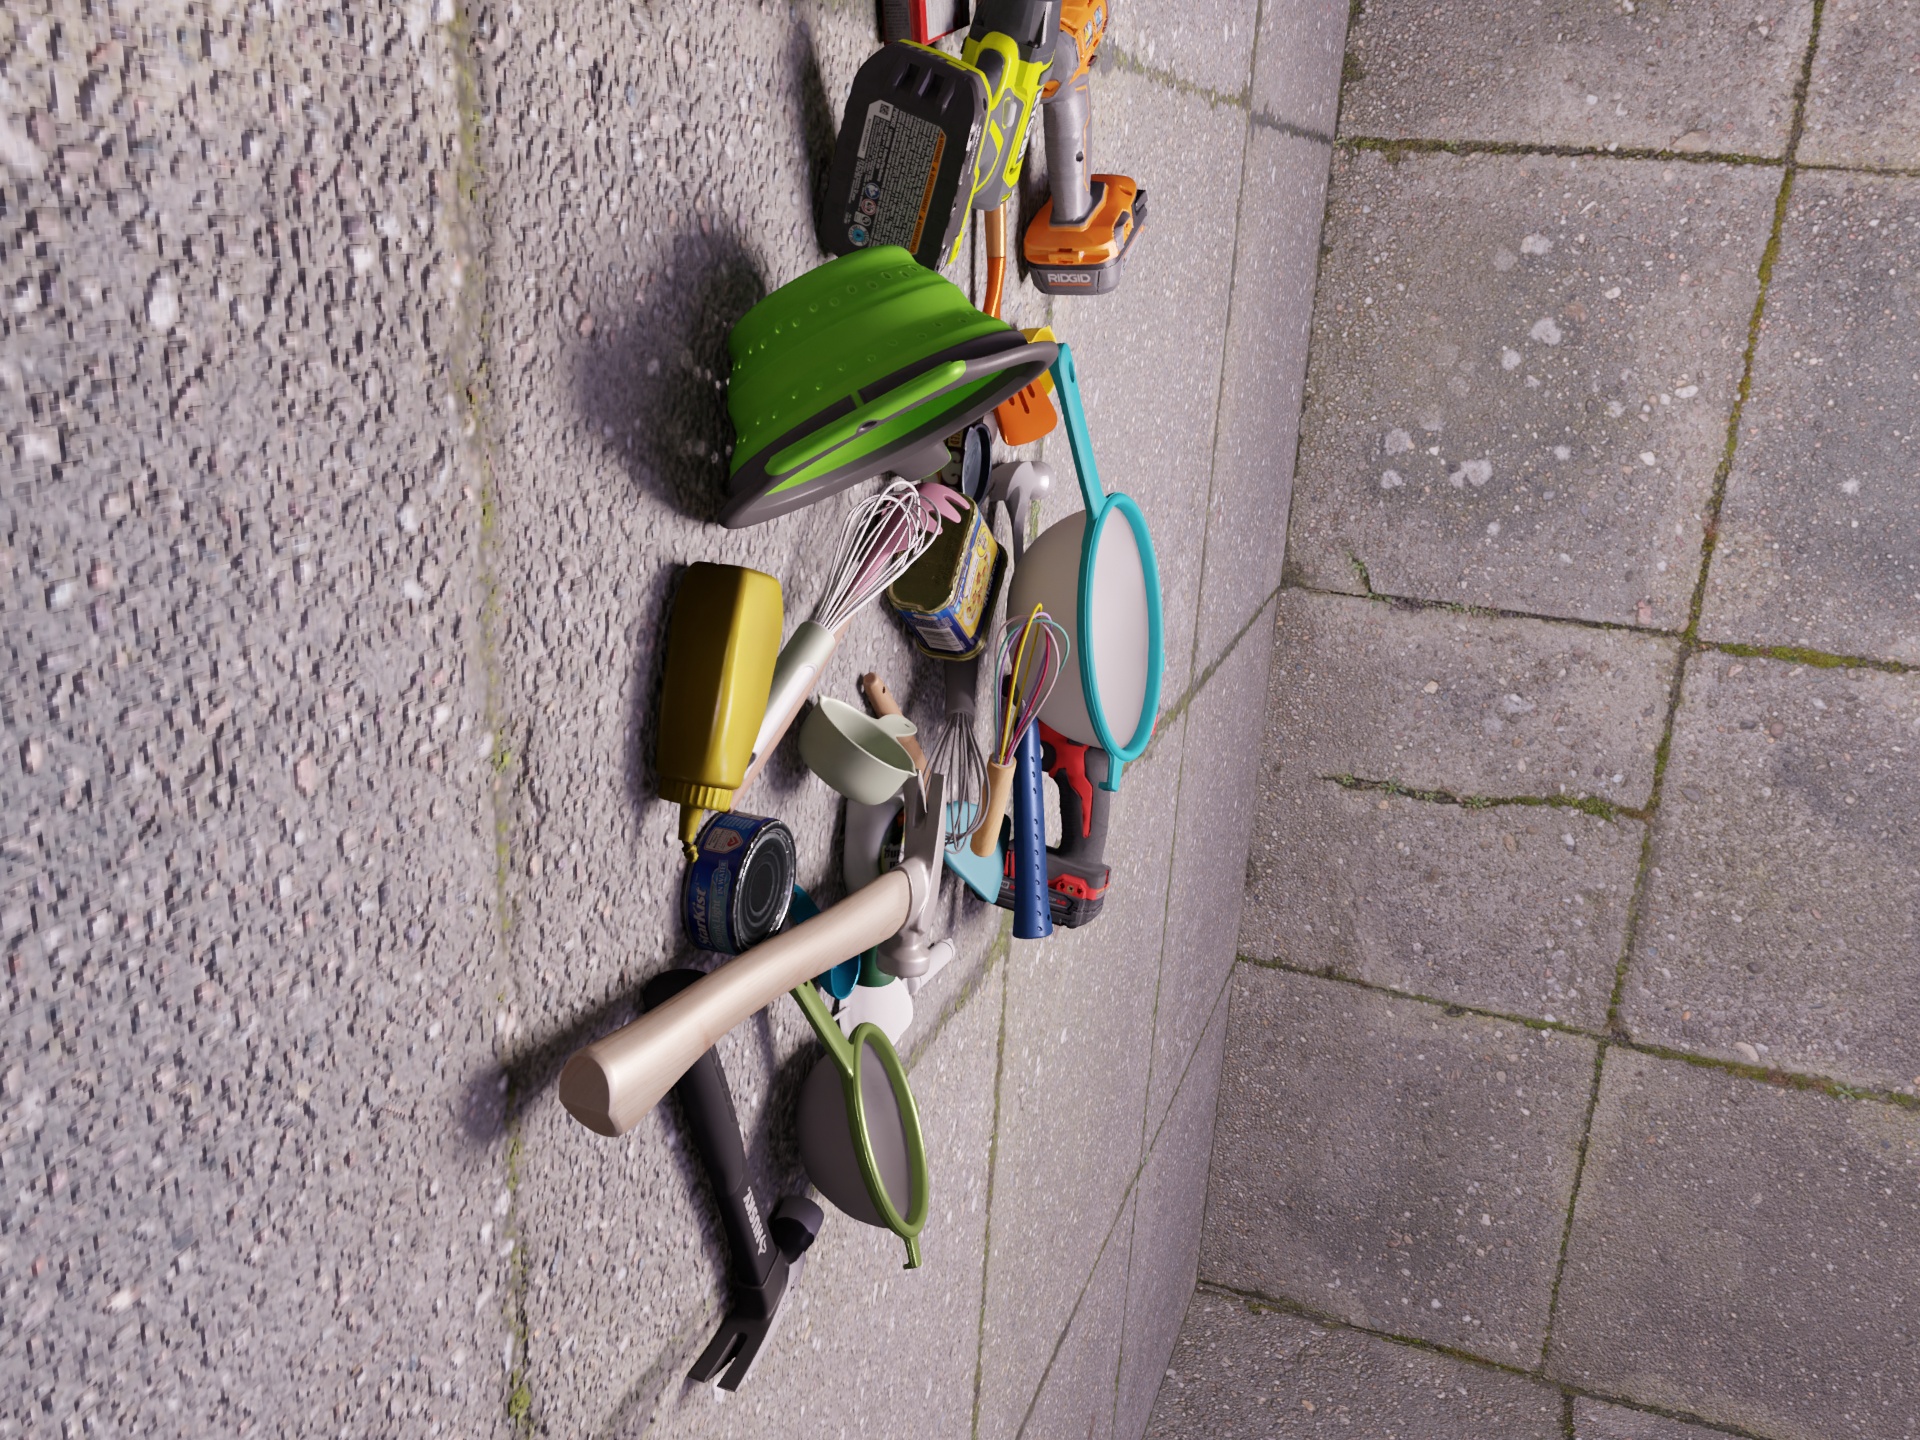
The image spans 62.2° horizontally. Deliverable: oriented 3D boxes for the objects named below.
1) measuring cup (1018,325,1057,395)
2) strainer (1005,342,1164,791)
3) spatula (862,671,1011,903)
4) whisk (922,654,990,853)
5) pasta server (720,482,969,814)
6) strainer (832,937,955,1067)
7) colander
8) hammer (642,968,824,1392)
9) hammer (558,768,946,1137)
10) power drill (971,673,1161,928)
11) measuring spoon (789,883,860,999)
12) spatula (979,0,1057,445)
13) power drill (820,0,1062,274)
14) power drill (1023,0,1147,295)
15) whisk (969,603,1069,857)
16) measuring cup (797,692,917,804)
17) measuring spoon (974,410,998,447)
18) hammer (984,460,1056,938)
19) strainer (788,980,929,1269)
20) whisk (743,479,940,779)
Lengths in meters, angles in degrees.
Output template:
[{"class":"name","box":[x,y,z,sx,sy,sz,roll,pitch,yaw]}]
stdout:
[{"class":"measuring cup","box":[0.033,-0.298,1.267,0.156,0.029,0.062,7,91,-60]},{"class":"strainer","box":[0.076,-0.125,1.228,0.211,0.095,0.340,-61,143,-50]},{"class":"spatula","box":[-0.018,0.046,1.241,0.317,0.044,0.082,64,34,-58]},{"class":"whisk","box":[-0.003,-0.004,1.199,0.055,0.055,0.239,76,13,-51]},{"class":"pasta server","box":[-0.076,-0.055,1.024,0.040,0.060,0.316,48,48,-24]},{"class":"strainer","box":[-0.042,0.209,1.261,0.258,0.050,0.087,-24,107,-72]},{"class":"colander","box":[-0.052,-0.196,0.935,0.094,0.204,0.397,63,6,-3]},{"class":"hammer","box":[-0.147,0.276,0.982,0.146,0.035,0.334,-62,154,-45]},{"class":"hammer","box":[-0.101,0.132,0.933,0.410,0.038,0.146,-22,120,-67]},{"class":"power drill","box":[0.086,0.063,1.428,0.078,0.143,0.219,-15,119,-72]},{"class":"measuring spoon","box":[-0.102,0.148,1.093,0.042,0.021,0.128,-67,148,-33]},{"class":"spatula","box":[0.034,-0.368,1.176,0.081,0.041,0.322,-32,126,-50]},{"class":"power drill","box":[0.000,-0.376,0.981,0.223,0.080,0.171,-61,173,-47]},{"class":"power drill","box":[0.093,-0.474,1.261,0.226,0.084,0.164,75,29,-43]},{"class":"whisk","box":[0.038,0.012,1.209,0.047,0.051,0.244,-104,-161,-47]},{"class":"measuring cup","box":[-0.061,0.019,1.068,0.038,0.083,0.167,-52,174,10]},{"class":"measuring spoon","box":[0.006,-0.262,1.215,0.124,0.018,0.034,72,33,-42]},{"class":"hammer","box":[0.052,-0.014,1.345,0.144,0.035,0.405,-23,112,-68]},{"class":"strainer","box":[-0.094,0.254,1.090,0.152,0.069,0.256,-93,163,-54]},{"class":"whisk","box":[-0.083,-0.058,0.973,0.246,0.059,0.057,-60,158,-30]}]
